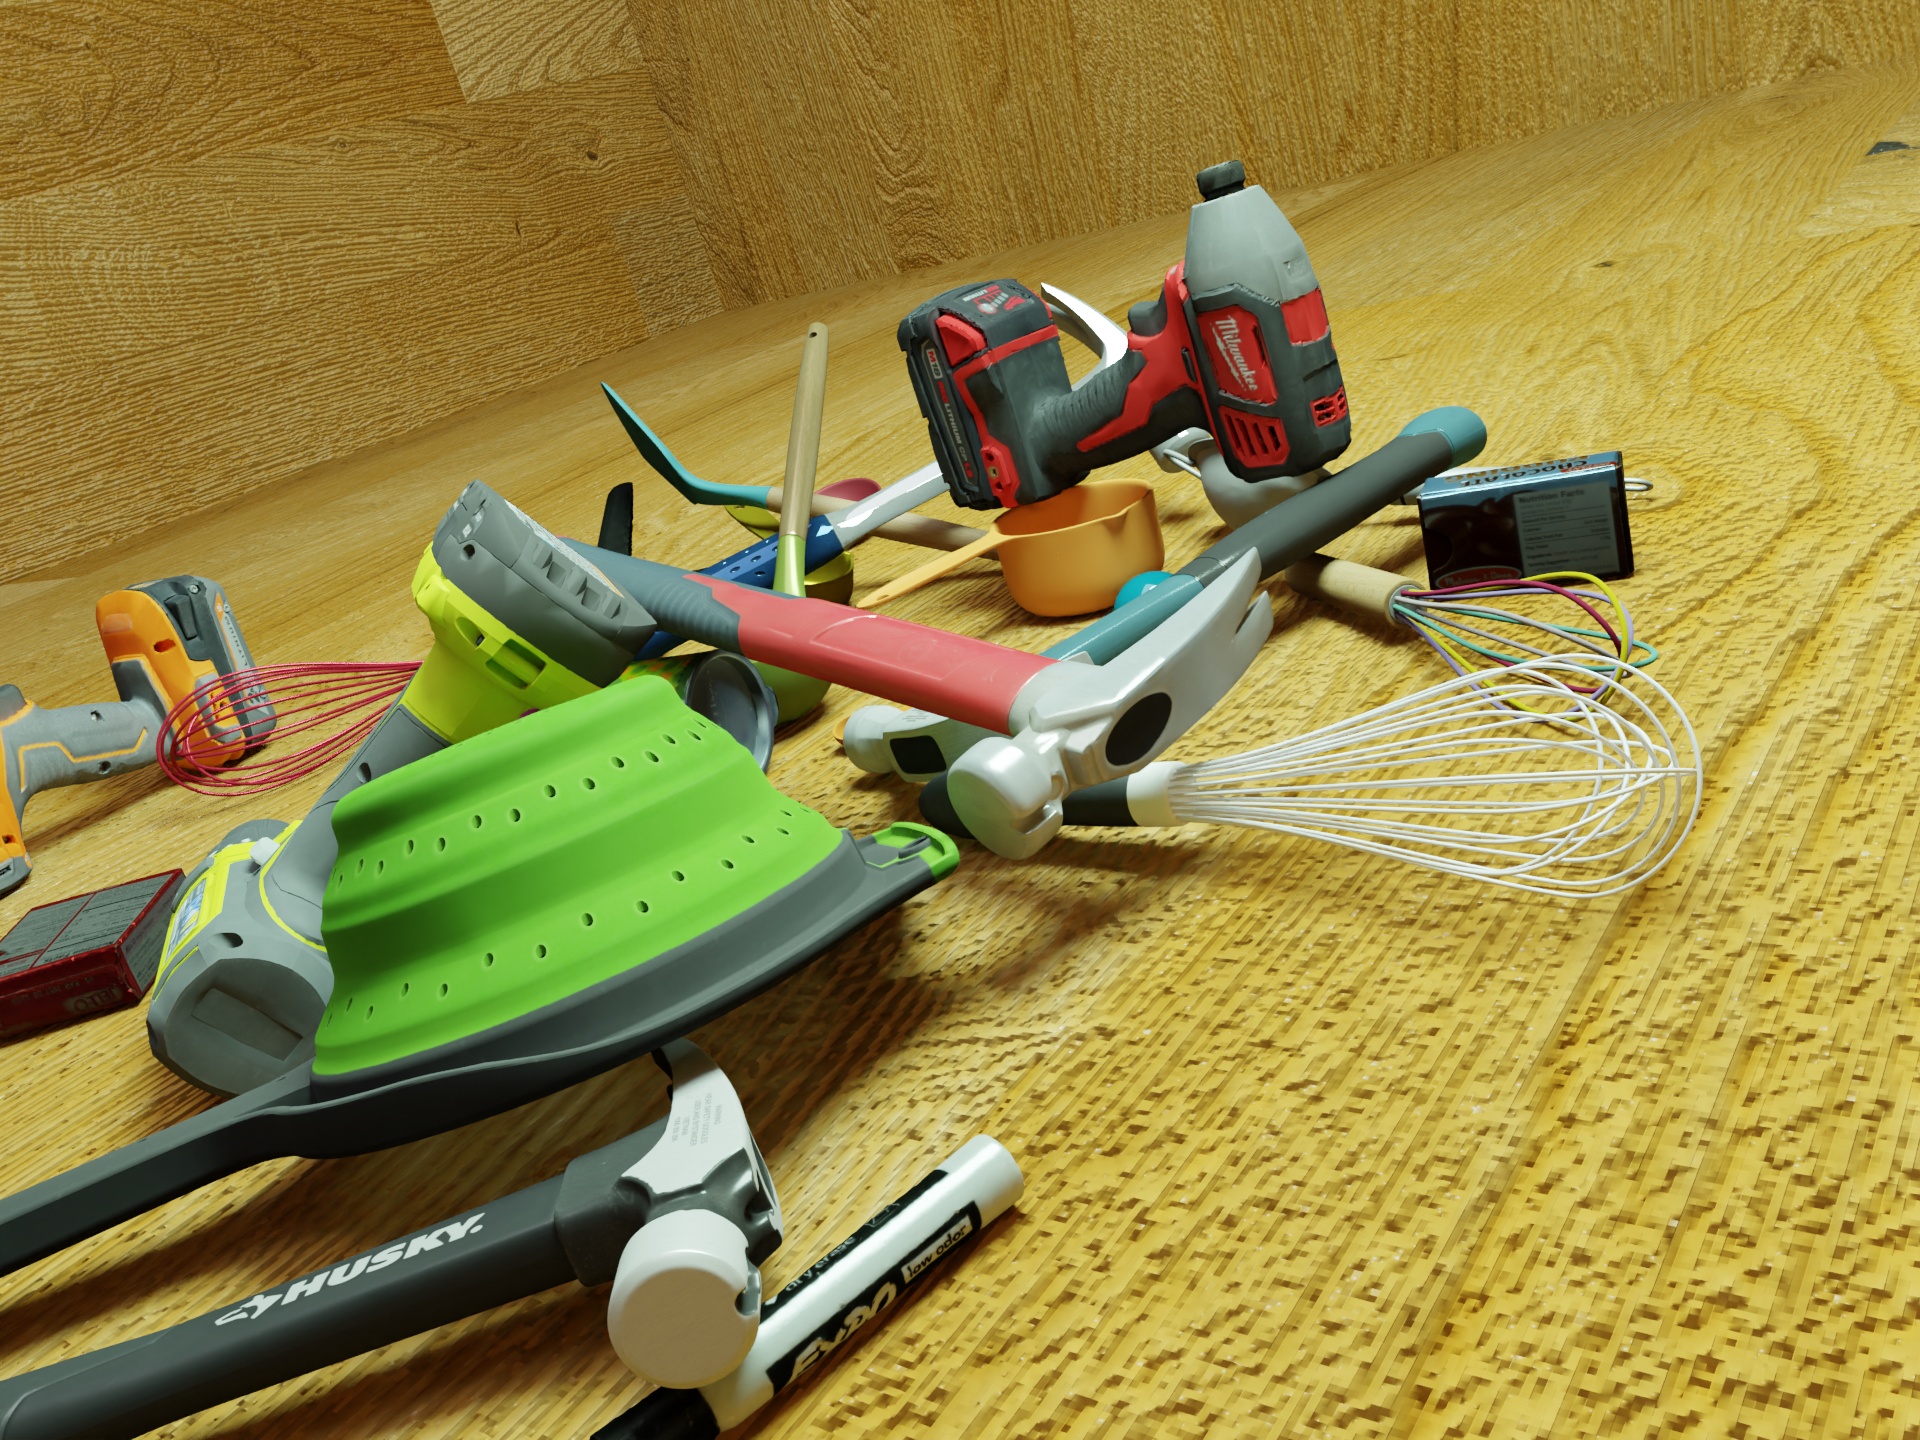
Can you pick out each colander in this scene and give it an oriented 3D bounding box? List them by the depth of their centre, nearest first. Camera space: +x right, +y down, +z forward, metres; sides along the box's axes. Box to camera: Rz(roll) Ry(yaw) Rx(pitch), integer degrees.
[{"bbox_3d":[-0.201,0.077,0.484,0.397,0.094,0.204,-23,6,-11],"label":"colander"}]

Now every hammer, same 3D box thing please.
[{"bbox_3d":[-0.206,0.163,0.396,0.335,0.035,0.146,-20,12,-2],"label":"hammer"},{"bbox_3d":[-0.060,-0.045,0.650,0.143,0.038,0.387,-39,35,-28],"label":"hammer"},{"bbox_3d":[0.108,-0.062,0.700,0.331,0.033,0.128,-31,14,-24],"label":"hammer"},{"bbox_3d":[-0.066,-0.117,0.919,0.405,0.035,0.144,-29,65,-6],"label":"hammer"}]

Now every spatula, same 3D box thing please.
[{"bbox_3d":[-0.090,-0.141,0.981,0.317,0.082,0.044,15,65,21],"label":"spatula"}]

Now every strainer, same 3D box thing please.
[{"bbox_3d":[0.216,-0.118,0.815,0.258,0.050,0.086,5,-15,34],"label":"strainer"}]

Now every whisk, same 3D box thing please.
[{"bbox_3d":[0.094,0.024,0.525,0.285,0.070,0.070,-5,22,41],"label":"whisk"},{"bbox_3d":[0.194,-0.047,0.644,0.051,0.047,0.245,-21,17,-9],"label":"whisk"},{"bbox_3d":[-0.336,-0.026,0.974,0.296,0.073,0.073,-22,20,-30],"label":"whisk"}]

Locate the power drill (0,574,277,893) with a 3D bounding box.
[{"bbox_3d":[-0.532,-0.009,0.929,0.084,0.164,0.226,-5,21,30],"label":"power drill"}]

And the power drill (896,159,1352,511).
[{"bbox_3d":[0.079,-0.181,0.782,0.220,0.143,0.078,-1,24,45],"label":"power drill"}]

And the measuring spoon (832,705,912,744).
[{"bbox_3d":[-0.001,-0.002,0.726,0.117,0.011,0.021,-10,35,7],"label":"measuring spoon"}]

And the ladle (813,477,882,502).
[{"bbox_3d":[-0.173,-0.087,1.049,0.315,0.031,0.069,-33,39,-33],"label":"ladle"}]

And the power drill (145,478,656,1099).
[{"bbox_3d":[-0.230,0.019,0.634,0.228,0.080,0.191,-52,26,-1],"label":"power drill"}]

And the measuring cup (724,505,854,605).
[{"bbox_3d":[-0.115,-0.103,0.996,0.062,0.029,0.157,-15,32,-23],"label":"measuring cup"}]

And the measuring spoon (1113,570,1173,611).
[{"bbox_3d":[0.088,-0.046,0.748,0.042,0.021,0.129,-11,20,14],"label":"measuring spoon"}]

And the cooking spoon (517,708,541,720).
[{"bbox_3d":[-0.276,-0.048,0.918,0.069,0.017,0.319,-28,27,-13],"label":"cooking spoon"}]

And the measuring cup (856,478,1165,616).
[{"bbox_3d":[0.029,-0.072,0.824,0.173,0.052,0.095,-26,22,-20],"label":"measuring cup"}]

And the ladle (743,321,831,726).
[{"bbox_3d":[-0.094,-0.123,0.863,0.078,0.062,0.320,-10,49,14],"label":"ladle"}]
